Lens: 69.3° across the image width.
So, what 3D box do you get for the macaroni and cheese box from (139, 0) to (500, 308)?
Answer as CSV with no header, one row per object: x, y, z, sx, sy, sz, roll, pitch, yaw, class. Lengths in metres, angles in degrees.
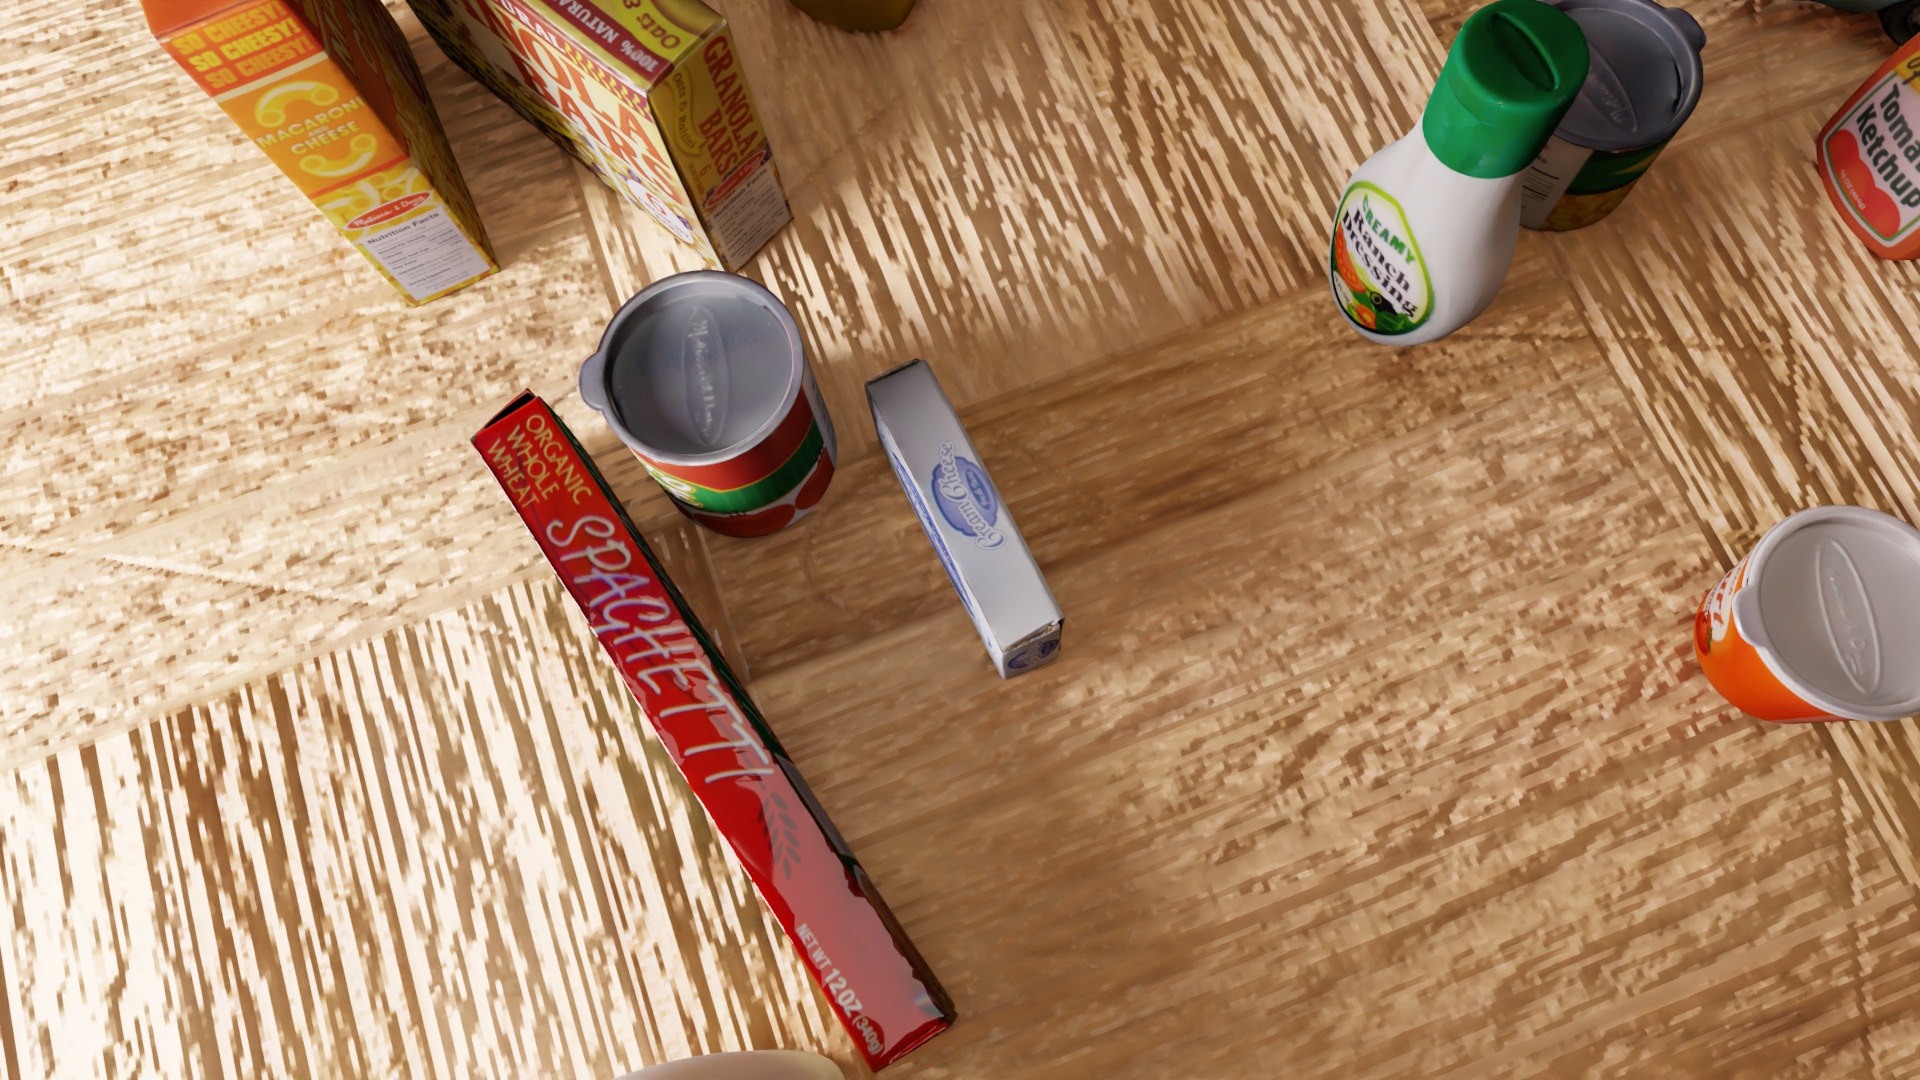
-0.224,-0.173,0.474,0.040,0.166,0.124,-25,74,-4,macaroni and cheese box

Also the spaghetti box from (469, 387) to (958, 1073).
-0.083,0.058,0.457,0.029,0.050,0.250,-35,74,-7,spaghetti box

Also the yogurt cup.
0.275,0.028,0.447,0.072,0.053,0.072,-1,73,3,yogurt cup

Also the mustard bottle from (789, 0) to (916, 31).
-0.046,-0.248,0.492,0.065,0.160,0.049,15,75,7,mustard bottle

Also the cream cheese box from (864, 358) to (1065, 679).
0.002,-0.006,0.471,0.024,0.053,0.104,-26,74,-5,cream cheese box

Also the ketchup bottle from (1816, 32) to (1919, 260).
0.341,-0.151,0.449,0.043,0.148,0.065,-18,73,-2,ketchup bottle

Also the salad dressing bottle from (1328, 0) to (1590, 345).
0.157,-0.113,0.447,0.044,0.147,0.064,-27,74,-5,salad dressing bottle

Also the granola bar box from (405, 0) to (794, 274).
-0.141,-0.178,0.494,0.166,0.124,0.039,39,79,13,granola bar box

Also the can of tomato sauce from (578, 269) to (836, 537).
-0.081,-0.042,0.471,0.071,0.083,0.071,-1,73,3,can of tomato sauce

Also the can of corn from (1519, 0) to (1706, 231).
0.224,-0.156,0.504,0.071,0.058,0.071,-1,73,3,can of corn
